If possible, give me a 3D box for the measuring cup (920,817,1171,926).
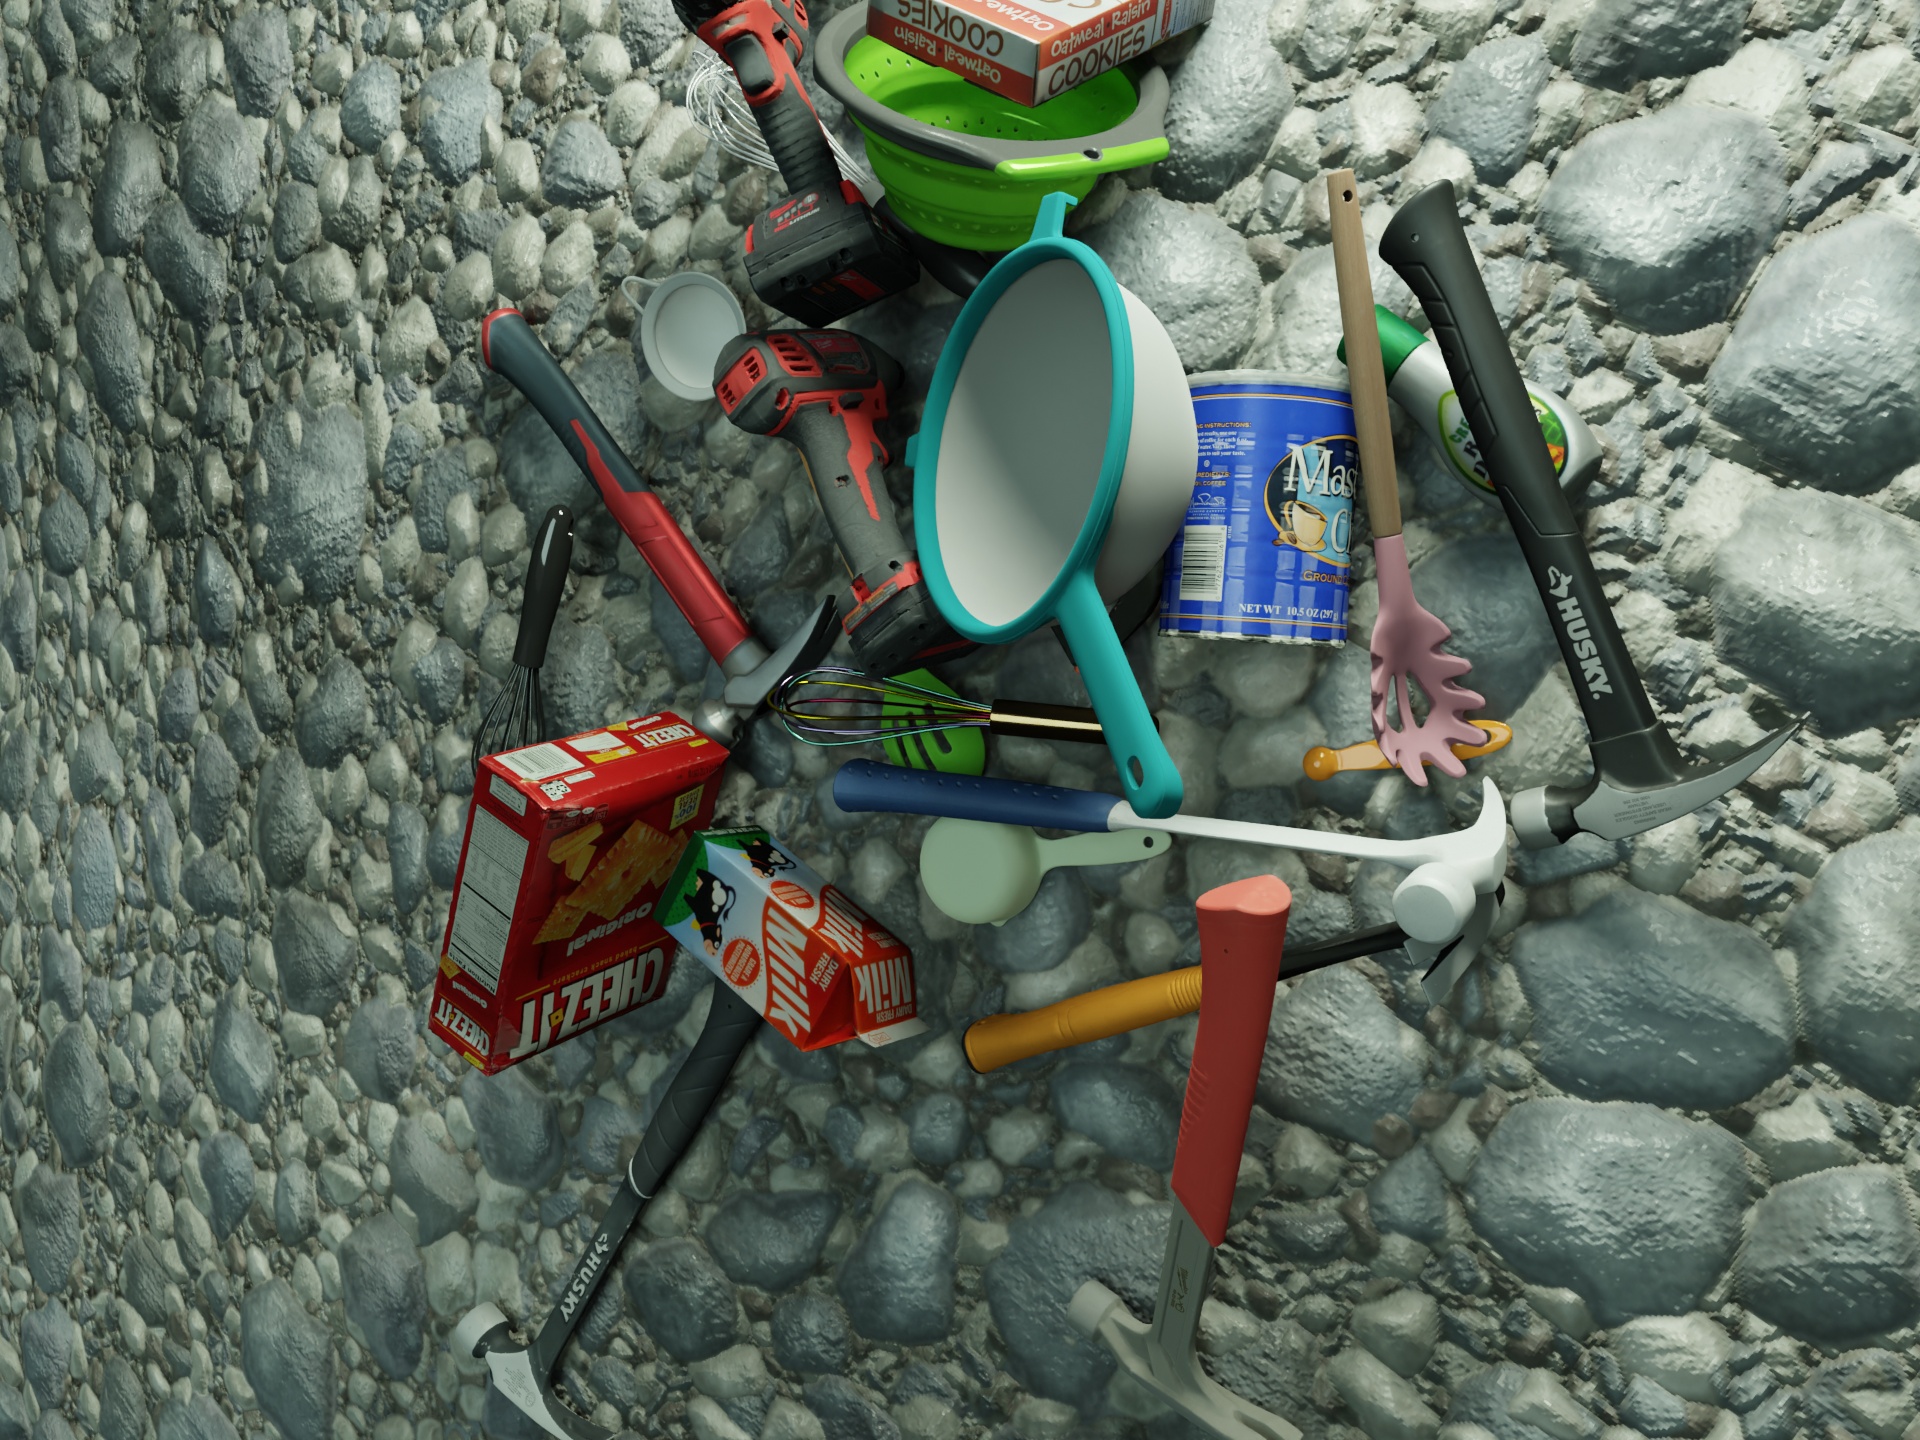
[{"bbox_3d":[0.047,0.083,0.975,0.167,0.038,0.083,-10,85,32],"label":"measuring cup"}]

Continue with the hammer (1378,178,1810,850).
[{"bbox_3d":[0.289,-0.105,0.782,0.146,0.035,0.335,-21,91,43],"label":"hammer"}]

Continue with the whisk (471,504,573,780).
[{"bbox_3d":[-0.317,-0.045,1.173,0.055,0.055,0.239,26,109,28],"label":"whisk"}]

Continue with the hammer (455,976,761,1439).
[{"bbox_3d":[-0.236,0.349,1.149,0.149,0.036,0.409,38,108,24],"label":"hammer"}]

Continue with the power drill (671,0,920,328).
[{"bbox_3d":[-0.114,-0.358,0.928,0.080,0.188,0.227,-21,88,14],"label":"power drill"}]

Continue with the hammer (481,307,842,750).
[{"bbox_3d":[-0.227,-0.169,1.136,0.143,0.038,0.387,-45,69,22],"label":"hammer"}]

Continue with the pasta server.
[{"bbox_3d":[0.220,-0.122,0.821,0.060,0.040,0.316,-13,103,-8],"label":"pasta server"}]

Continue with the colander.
[{"bbox_3d":[-0.024,-0.398,0.981,0.398,0.204,0.094,56,151,35],"label":"colander"}]

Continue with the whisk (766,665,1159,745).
[{"bbox_3d":[-0.002,-0.002,0.970,0.245,0.047,0.051,6,88,13],"label":"whisk"}]

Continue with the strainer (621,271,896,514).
[{"bbox_3d":[-0.132,-0.220,1.079,0.258,0.050,0.087,44,118,16],"label":"strainer"}]

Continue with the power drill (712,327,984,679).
[{"bbox_3d":[-0.049,-0.144,0.979,0.078,0.143,0.220,-36,78,38],"label":"power drill"}]

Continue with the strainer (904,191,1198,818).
[{"bbox_3d":[0.078,-0.091,0.810,0.211,0.095,0.341,-55,41,41],"label":"strainer"}]

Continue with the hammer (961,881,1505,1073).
[{"bbox_3d":[0.132,0.153,0.892,0.337,0.127,0.034,-23,93,35],"label":"hammer"}]

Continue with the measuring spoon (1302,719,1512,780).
[{"bbox_3d":[0.243,0.016,0.874,0.117,0.011,0.021,-11,85,30],"label":"measuring spoon"}]

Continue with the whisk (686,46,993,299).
[{"bbox_3d":[-0.078,-0.356,1.040,0.285,0.070,0.070,42,111,18],"label":"whisk"}]

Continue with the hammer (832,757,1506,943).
[{"bbox_3d":[0.102,0.054,0.895,0.406,0.144,0.035,5,110,35],"label":"hammer"}]

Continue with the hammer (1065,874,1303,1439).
[{"bbox_3d":[0.140,0.241,0.849,0.149,0.037,0.358,25,126,31],"label":"hammer"}]

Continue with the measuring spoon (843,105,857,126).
[{"bbox_3d":[-0.038,-0.376,1.033,0.034,0.018,0.124,-46,70,23],"label":"measuring spoon"}]

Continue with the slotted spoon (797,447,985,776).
[{"bbox_3d":[-0.064,-0.095,1.028,0.070,0.031,0.314,-26,83,29],"label":"slotted spoon"}]
